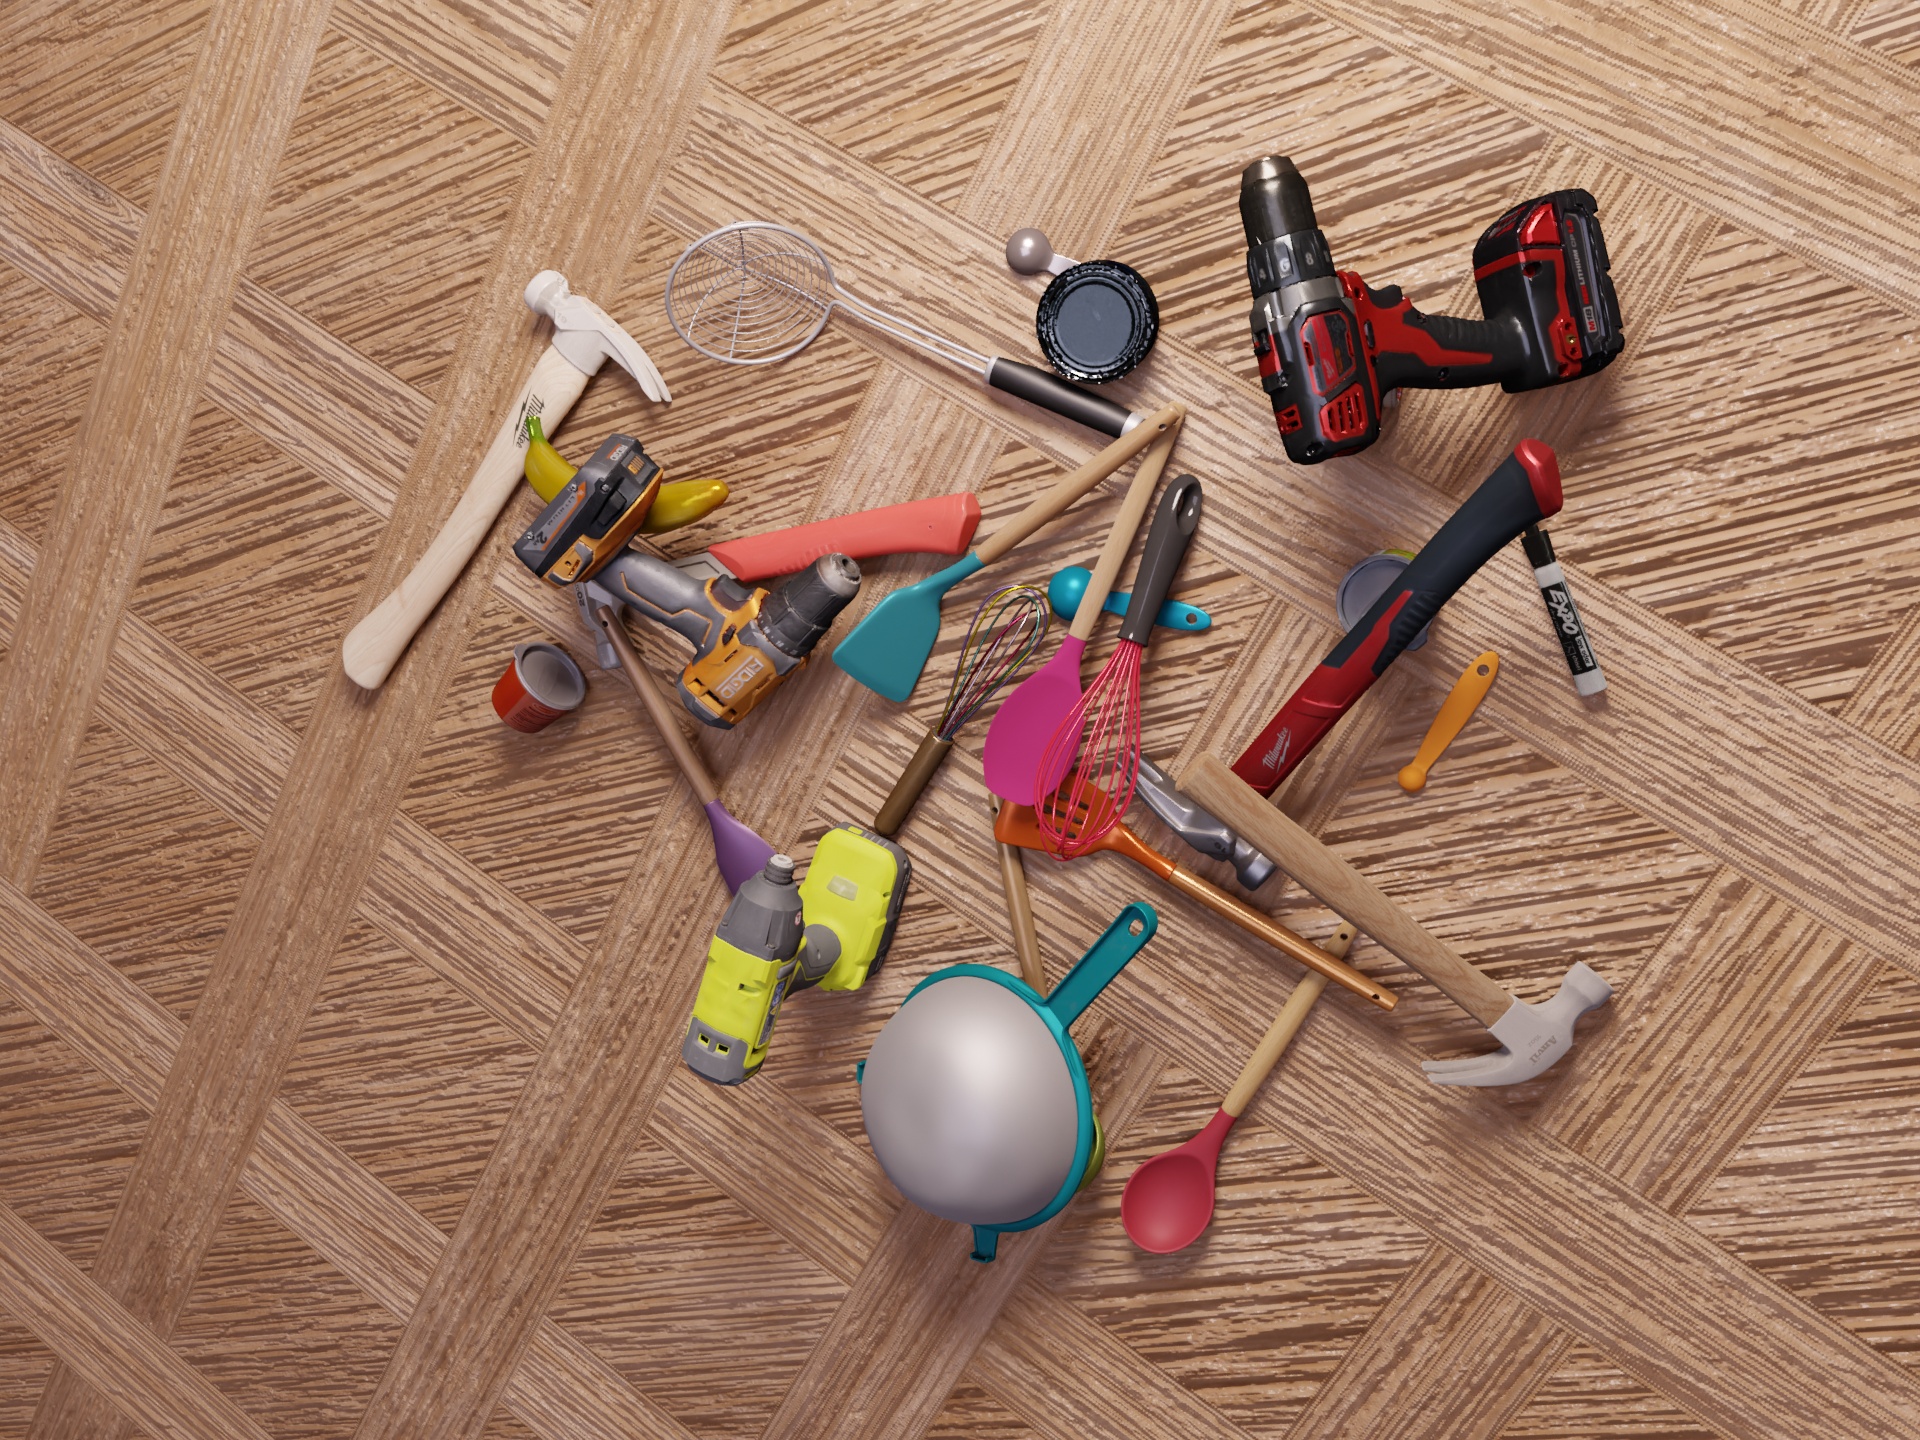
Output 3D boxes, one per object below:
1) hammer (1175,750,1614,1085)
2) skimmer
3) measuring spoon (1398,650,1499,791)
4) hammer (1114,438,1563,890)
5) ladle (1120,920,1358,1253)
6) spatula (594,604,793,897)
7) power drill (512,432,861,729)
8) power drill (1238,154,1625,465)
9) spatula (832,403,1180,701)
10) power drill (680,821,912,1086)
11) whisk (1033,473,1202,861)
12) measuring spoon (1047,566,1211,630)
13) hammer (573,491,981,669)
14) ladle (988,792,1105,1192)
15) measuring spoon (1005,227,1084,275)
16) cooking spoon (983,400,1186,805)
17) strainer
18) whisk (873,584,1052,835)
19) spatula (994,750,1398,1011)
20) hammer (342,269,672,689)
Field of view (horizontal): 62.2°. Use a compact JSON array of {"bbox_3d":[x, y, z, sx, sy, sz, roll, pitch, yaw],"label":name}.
[{"bbox_3d":[0.286,0.136,1.109,0.331,0.031,0.130,38,101,-4],"label":"hammer"},{"bbox_3d":[-0.043,-0.268,1.180,0.363,0.090,0.127,26,140,12],"label":"skimmer"},{"bbox_3d":[0.345,0.002,1.123,0.021,0.011,0.117,33,109,12],"label":"measuring spoon"},{"bbox_3d":[0.253,-0.046,1.074,0.143,0.038,0.386,42,129,9],"label":"hammer"},{"bbox_3d":[0.217,0.277,1.212,0.069,0.031,0.315,32,107,10],"label":"ladle"},{"bbox_3d":[-0.219,0.044,1.322,0.060,0.018,0.316,-25,99,22],"label":"spatula"},{"bbox_3d":[-0.202,-0.116,1.217,0.226,0.084,0.185,42,121,-16],"label":"power drill"},{"bbox_3d":[0.285,-0.274,1.000,0.226,0.080,0.188,-15,94,-12],"label":"power drill"},{"bbox_3d":[0.038,-0.128,1.187,0.317,0.082,0.044,-36,43,24],"label":"spatula"},{"bbox_3d":[-0.121,0.161,1.211,0.080,0.223,0.171,23,107,15],"label":"power drill"},{"bbox_3d":[0.118,-0.039,1.151,0.073,0.073,0.296,19,89,17],"label":"whisk"},{"bbox_3d":[0.123,-0.085,1.185,0.129,0.021,0.042,13,104,20],"label":"measuring spoon"},{"bbox_3d":[-0.156,-0.142,1.274,0.359,0.036,0.149,-10,96,22],"label":"hammer"},{"bbox_3d":[0.054,0.214,1.248,0.078,0.062,0.320,-10,93,33],"label":"ladle"},{"bbox_3d":[0.086,-0.325,1.159,0.124,0.018,0.034,28,108,13],"label":"measuring spoon"},{"bbox_3d":[0.097,-0.085,1.176,0.069,0.017,0.319,23,100,-1],"label":"cooking spoon"},{"bbox_3d":[0.025,0.255,1.193,0.211,0.095,0.340,53,125,25],"label":"strainer"},{"bbox_3d":[0.000,-0.003,1.237,0.051,0.047,0.245,49,119,32],"label":"whisk"},{"bbox_3d":[0.177,0.129,1.186,0.323,0.041,0.081,30,108,18],"label":"spatula"},{"bbox_3d":[-0.407,-0.176,1.363,0.146,0.038,0.410,44,111,7],"label":"hammer"}]
